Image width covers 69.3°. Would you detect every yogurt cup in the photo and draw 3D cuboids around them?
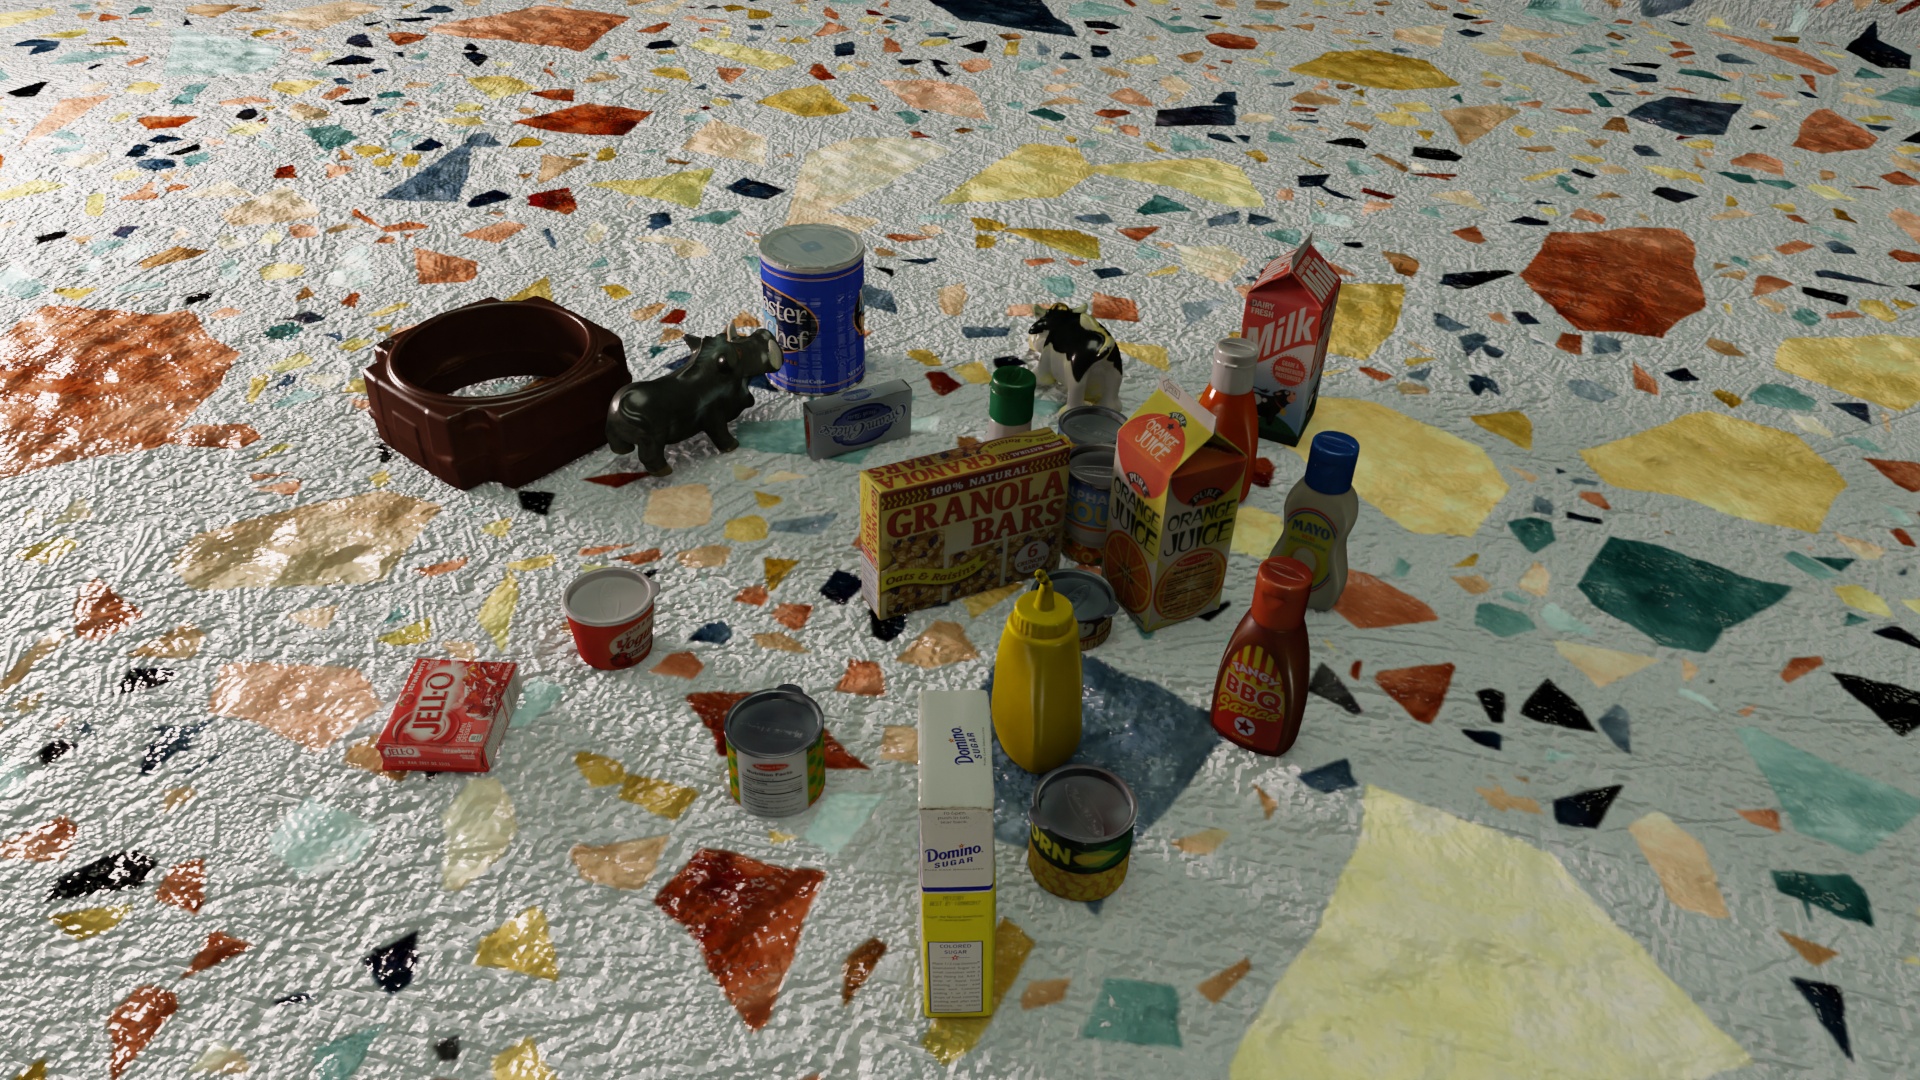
[{"bbox_3d":[-0.262,0.060,1.043,0.072,0.053,0.073,2,36,-1],"label":"yogurt cup"}]

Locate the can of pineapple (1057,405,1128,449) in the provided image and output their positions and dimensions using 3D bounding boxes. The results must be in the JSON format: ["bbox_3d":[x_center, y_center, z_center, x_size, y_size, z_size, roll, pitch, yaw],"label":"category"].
[{"bbox_3d":[0.118,-0.080,1.255,0.071,0.057,0.071,2,36,-1],"label":"can of pineapple"}]

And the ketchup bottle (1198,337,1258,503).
[{"bbox_3d":[0.232,-0.104,1.218,0.065,0.148,0.044,15,38,17],"label":"ketchup bottle"}]

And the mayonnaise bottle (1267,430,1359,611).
[{"bbox_3d":[0.283,-0.016,1.100,0.065,0.147,0.041,21,40,24],"label":"mayonnaise bottle"}]

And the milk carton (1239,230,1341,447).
[{"bbox_3d":[0.306,-0.192,1.307,0.073,0.189,0.073,17,39,20],"label":"milk carton"}]

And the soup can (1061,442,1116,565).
[{"bbox_3d":[0.115,-0.029,1.162,0.071,0.083,0.072,2,36,-1],"label":"soup can"}]

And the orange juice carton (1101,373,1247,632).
[{"bbox_3d":[0.165,-0.030,1.076,0.073,0.191,0.072,-15,40,-23],"label":"orange juice carton"}]

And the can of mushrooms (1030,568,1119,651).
[{"bbox_3d":[0.089,0.055,1.088,0.071,0.033,0.071,2,36,-1],"label":"can of mushrooms"}]

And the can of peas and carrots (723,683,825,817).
[{"bbox_3d":[-0.124,0.141,0.937,0.071,0.058,0.071,2,36,-1],"label":"can of peas and carrots"}]

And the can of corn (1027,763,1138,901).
[{"bbox_3d":[0.075,0.187,0.886,0.071,0.058,0.071,2,36,-1],"label":"can of corn"}]

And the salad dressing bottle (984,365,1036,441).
[{"bbox_3d":[0.040,-0.074,1.166,0.044,0.146,0.064,12,37,14],"label":"salad dressing bottle"}]

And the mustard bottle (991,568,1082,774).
[{"bbox_3d":[0.055,0.084,0.940,0.049,0.159,0.065,-19,41,-27],"label":"mustard bottle"}]

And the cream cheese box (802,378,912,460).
[{"bbox_3d":[-0.095,-0.112,1.290,0.104,0.053,0.024,-17,40,-25],"label":"cream cheese box"}]

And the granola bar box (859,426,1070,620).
[{"bbox_3d":[0.004,-0.014,1.101,0.166,0.123,0.039,-15,39,-22],"label":"granola bar box"}]

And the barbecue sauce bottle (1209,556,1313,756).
[{"bbox_3d":[0.214,0.080,0.965,0.065,0.147,0.044,24,41,27],"label":"barbecue sauce bottle"}]
